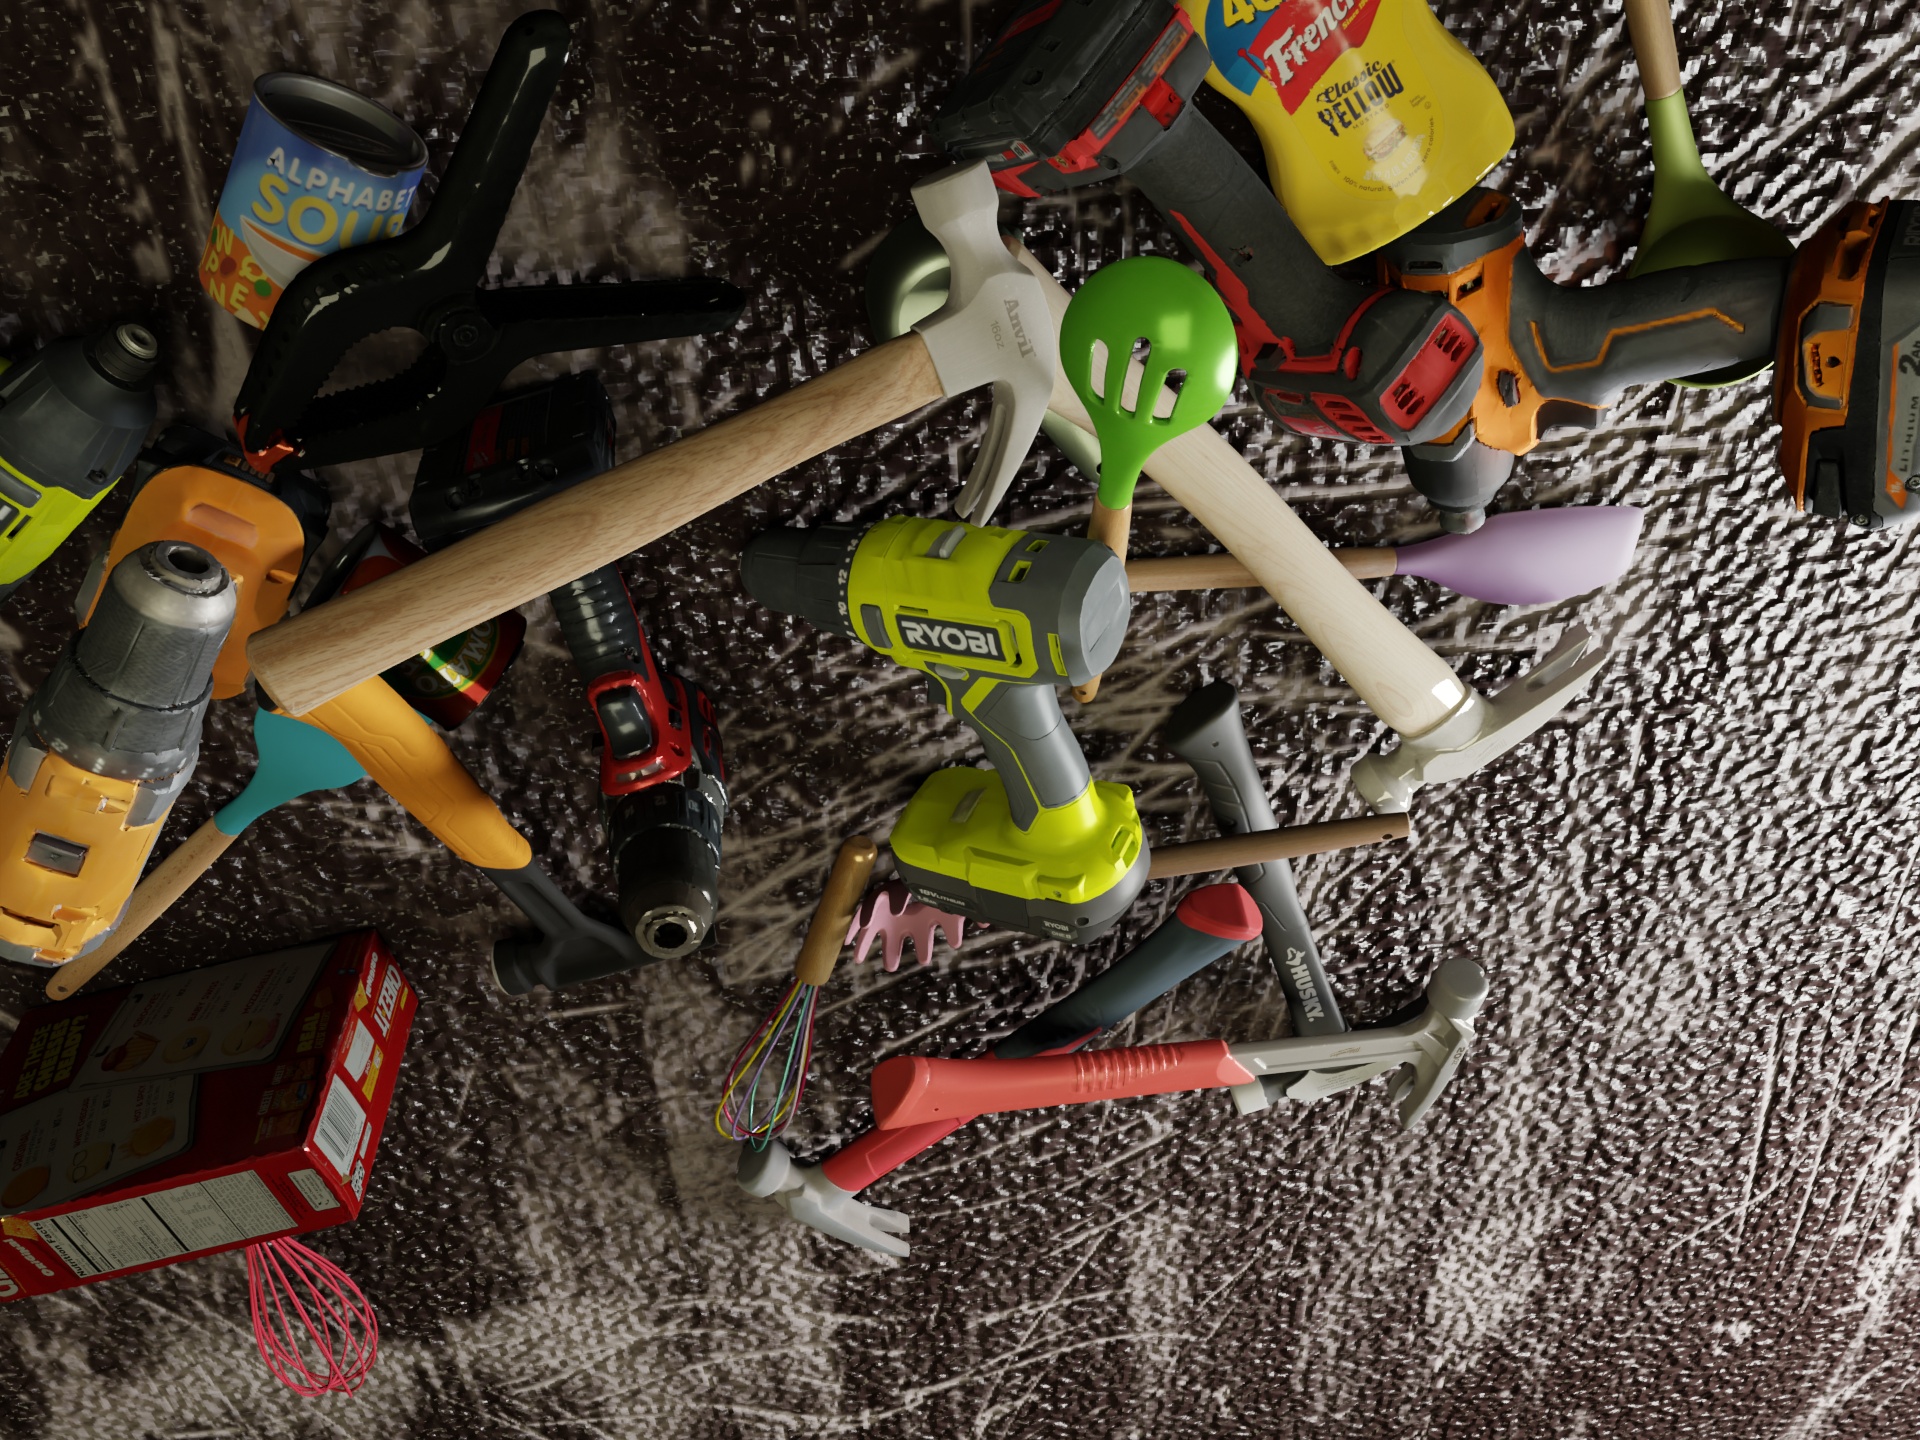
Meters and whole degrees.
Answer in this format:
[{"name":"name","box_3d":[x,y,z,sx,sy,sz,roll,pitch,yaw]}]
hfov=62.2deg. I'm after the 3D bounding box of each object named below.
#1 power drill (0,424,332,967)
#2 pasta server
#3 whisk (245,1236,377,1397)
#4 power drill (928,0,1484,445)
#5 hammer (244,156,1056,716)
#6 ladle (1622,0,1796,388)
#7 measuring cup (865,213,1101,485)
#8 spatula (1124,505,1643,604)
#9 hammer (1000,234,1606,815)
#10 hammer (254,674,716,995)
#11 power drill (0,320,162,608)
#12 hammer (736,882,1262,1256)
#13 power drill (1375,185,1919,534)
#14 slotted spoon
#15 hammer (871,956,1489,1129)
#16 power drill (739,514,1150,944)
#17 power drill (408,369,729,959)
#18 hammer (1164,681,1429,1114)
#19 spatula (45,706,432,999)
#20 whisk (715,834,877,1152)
[{"name":"power drill","box_3d":[-0.324,-0.037,0.649,0.084,0.226,0.185,25,120,-23]},{"name":"pasta server","box_3d":[0.090,0.089,0.882,0.316,0.040,0.060,-10,142,10]},{"name":"whisk","box_3d":[-0.444,0.334,1.015,0.073,0.073,0.295,-10,122,0]},{"name":"power drill","box_3d":[0.100,-0.196,0.642,0.219,0.143,0.078,38,91,-22]},{"name":"hammer","box_3d":[-0.113,-0.088,0.616,0.331,0.031,0.130,-27,116,-6]},{"name":"ladle","box_3d":[0.288,-0.281,0.656,0.078,0.062,0.319,-18,124,18]},{"name":"measuring cup","box_3d":[0.025,-0.156,0.722,0.083,0.038,0.167,-36,120,18]},{"name":"spatula","box_3d":[0.196,-0.079,0.815,0.316,0.018,0.059,-3,128,-6]},{"name":"hammer","box_3d":[0.155,-0.092,0.760,0.146,0.038,0.410,-39,126,21]},{"name":"hammer","box_3d":[-0.228,0.053,0.774,0.127,0.034,0.336,-15,149,3]},{"name":"power drill","box_3d":[-0.443,-0.156,0.625,0.171,0.080,0.223,-36,119,23]},{"name":"hammer","box_3d":[0.038,0.221,0.983,0.143,0.038,0.386,35,121,-29]},{"name":"power drill","box_3d":[0.296,-0.145,0.689,0.226,0.084,0.164,11,134,31]},{"name":"slotted spoon","box_3d":[0.068,-0.084,0.711,0.070,0.031,0.313,21,155,9]},{"name":"hammer","box_3d":[0.126,0.209,0.936,0.359,0.037,0.149,-4,136,-12]},{"name":"power drill","box_3d":[-0.001,-0.003,0.783,0.191,0.080,0.228,10,137,29]},{"name":"power drill","box_3d":[-0.160,-0.020,0.711,0.080,0.188,0.226,-18,123,-1]},{"name":"hammer","box_3d":[0.193,0.109,0.943,0.146,0.035,0.334,-20,126,8]},{"name":"spatula","box_3d":[-0.396,0.061,0.842,0.317,0.044,0.082,-37,123,24]},{"name":"whisk","box_3d":[-0.098,0.168,0.946,0.047,0.051,0.244,16,120,-11]}]
